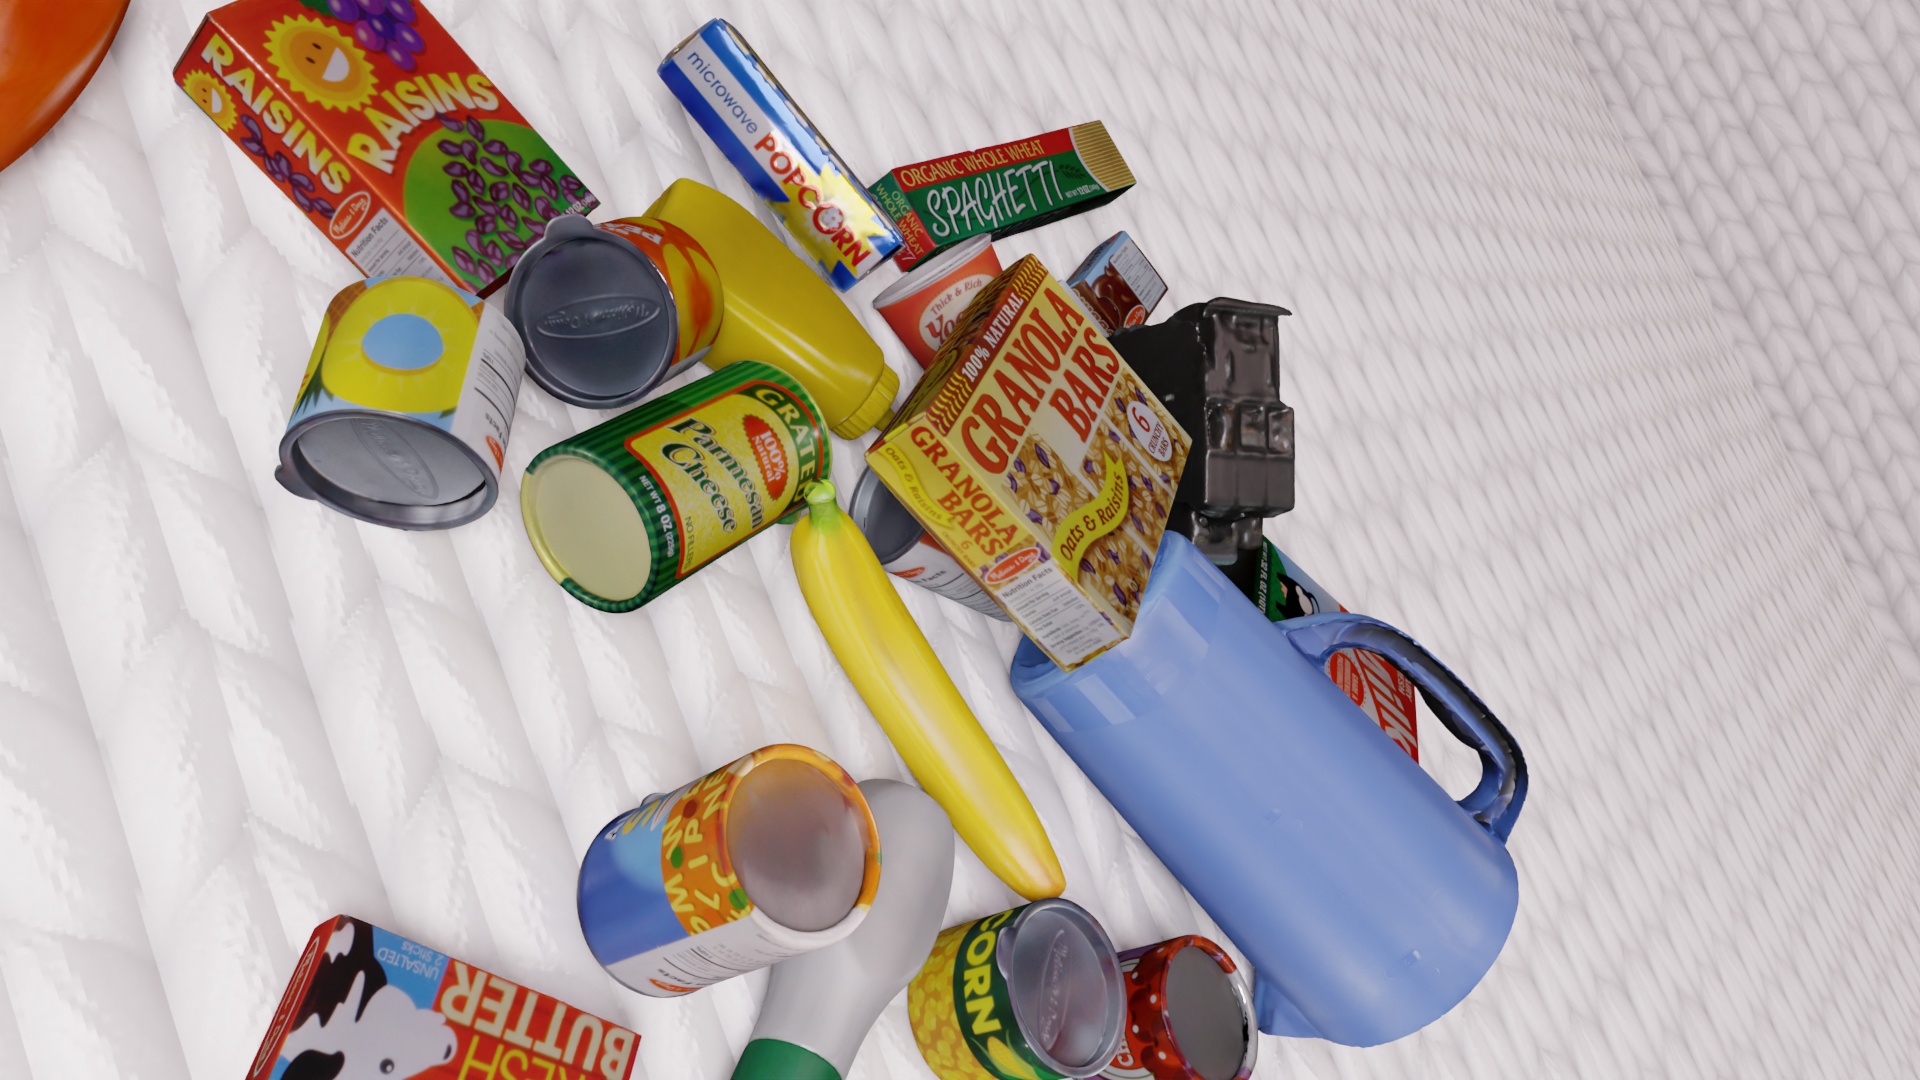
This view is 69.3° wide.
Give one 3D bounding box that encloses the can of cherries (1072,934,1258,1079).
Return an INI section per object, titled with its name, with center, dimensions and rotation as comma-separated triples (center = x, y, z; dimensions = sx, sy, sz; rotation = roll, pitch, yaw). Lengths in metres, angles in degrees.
[can of cherries]
center = 0.083, 0.207, 0.593
dimensions = 0.071, 0.058, 0.072
rotation = 26, 50, -36

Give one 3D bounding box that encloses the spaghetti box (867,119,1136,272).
[spaghetti box]
center = 0.030, -0.207, 0.817
dimensions = 0.050, 0.028, 0.251
rotation = 58, 38, -1

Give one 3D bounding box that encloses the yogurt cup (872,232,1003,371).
[yogurt cup]
center = -0.003, -0.114, 0.697
dimensions = 0.054, 0.072, 0.073
rotation = 59, 38, -15

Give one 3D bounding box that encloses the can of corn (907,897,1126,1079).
[can of corn]
center = 0.020, 0.178, 0.543
dimensions = 0.071, 0.058, 0.071
rotation = 26, 50, -35

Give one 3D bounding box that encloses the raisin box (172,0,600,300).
[raisin box]
center = -0.208, -0.147, 0.514
dimensions = 0.123, 0.040, 0.086
rotation = 49, 41, -16

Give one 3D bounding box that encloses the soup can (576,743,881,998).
[soup can]
center = -0.077, 0.107, 0.461
dimensions = 0.071, 0.083, 0.071
rotation = 26, 49, -35

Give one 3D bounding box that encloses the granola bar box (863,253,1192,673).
[granola bar box]
center = 0.037, -0.040, 0.606
dimensions = 0.124, 0.039, 0.166
rotation = 47, 35, -14

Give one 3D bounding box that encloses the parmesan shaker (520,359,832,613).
[parmesan shaker]
center = -0.104, -0.020, 0.527
dimensions = 0.071, 0.071, 0.103
rotation = 57, 39, -4

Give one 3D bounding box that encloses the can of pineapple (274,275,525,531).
[can of pineapple]
center = -0.183, -0.045, 0.456
dimensions = 0.071, 0.070, 0.058
rotation = 27, 49, -35

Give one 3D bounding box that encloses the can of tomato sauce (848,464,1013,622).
[can of tomato sauce]
center = 0.002, -0.008, 0.631
dimensions = 0.083, 0.071, 0.071
rotation = 26, 50, -36

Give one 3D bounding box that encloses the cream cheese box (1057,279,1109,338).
[cream cheese box]
center = 0.075, -0.096, 0.800
dimensions = 0.103, 0.024, 0.054
rotation = 48, 39, -15

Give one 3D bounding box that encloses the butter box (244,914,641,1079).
[butter box]
center = -0.147, 0.153, 0.404
dimensions = 0.103, 0.024, 0.053
rotation = 34, 46, -28

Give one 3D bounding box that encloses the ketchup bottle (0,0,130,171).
[ketchup bottle]
center = -0.296, -0.144, 0.412
dimensions = 0.064, 0.043, 0.149
rotation = 24, 51, -36

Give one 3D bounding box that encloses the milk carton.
[milk carton]
center = 0.195, 0.085, 0.779
dimensions = 0.190, 0.073, 0.073
rotation = 38, 43, -25

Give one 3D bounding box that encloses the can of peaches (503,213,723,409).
[can of peaches]
center = -0.130, -0.090, 0.527
dimensions = 0.071, 0.071, 0.058
rotation = 53, 17, -9

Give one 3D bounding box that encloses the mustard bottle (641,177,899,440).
[mustard bottle]
center = -0.076, -0.087, 0.612
dimensions = 0.160, 0.048, 0.066
rotation = 39, 41, -25

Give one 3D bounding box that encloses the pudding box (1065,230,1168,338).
[pudding box]
center = 0.091, -0.150, 0.847
dimensions = 0.049, 0.030, 0.084
rotation = 51, 40, -13

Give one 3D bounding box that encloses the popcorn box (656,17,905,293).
[popcorn box]
center = -0.079, -0.177, 0.642
dimensions = 0.126, 0.038, 0.085
rotation = 49, 7, -13

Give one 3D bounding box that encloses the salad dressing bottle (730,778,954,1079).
[salad dressing bottle]
center = -0.046, 0.155, 0.498
dimensions = 0.064, 0.044, 0.148
rotation = 46, 42, -20
